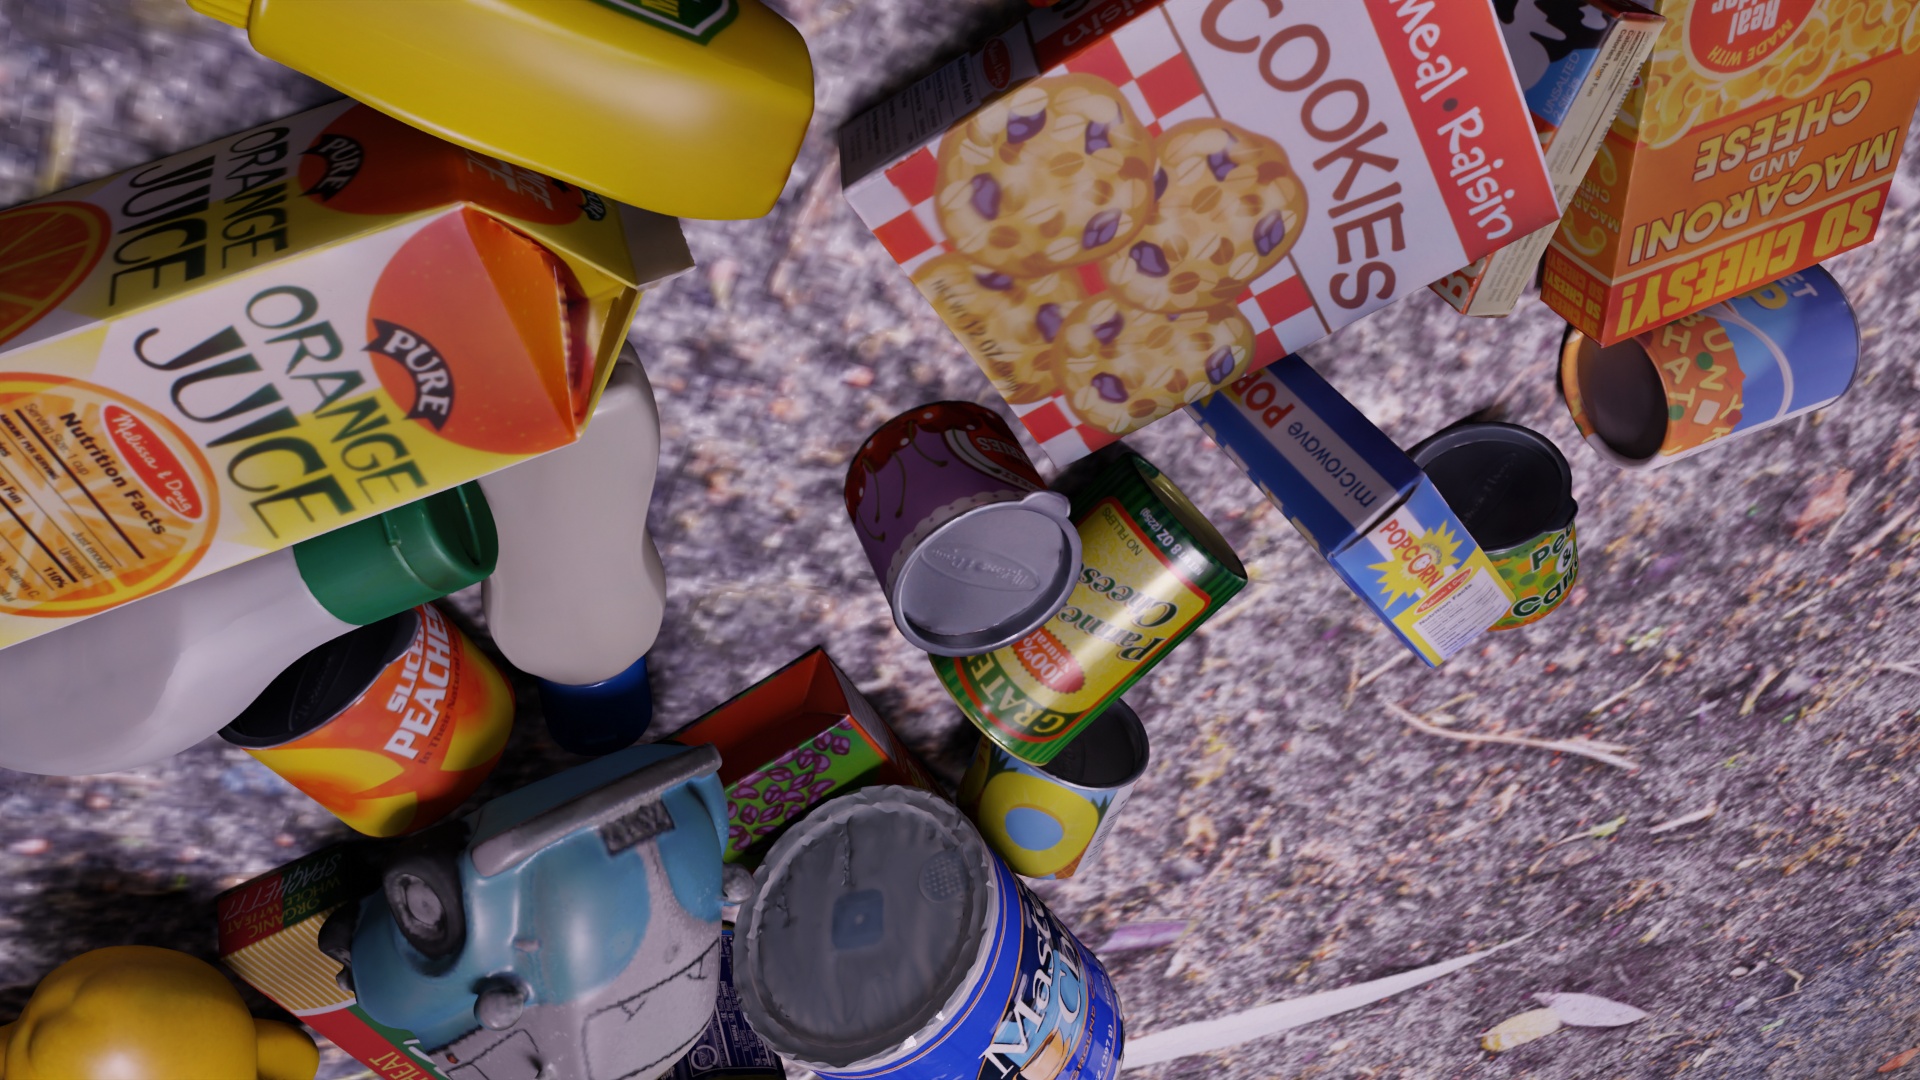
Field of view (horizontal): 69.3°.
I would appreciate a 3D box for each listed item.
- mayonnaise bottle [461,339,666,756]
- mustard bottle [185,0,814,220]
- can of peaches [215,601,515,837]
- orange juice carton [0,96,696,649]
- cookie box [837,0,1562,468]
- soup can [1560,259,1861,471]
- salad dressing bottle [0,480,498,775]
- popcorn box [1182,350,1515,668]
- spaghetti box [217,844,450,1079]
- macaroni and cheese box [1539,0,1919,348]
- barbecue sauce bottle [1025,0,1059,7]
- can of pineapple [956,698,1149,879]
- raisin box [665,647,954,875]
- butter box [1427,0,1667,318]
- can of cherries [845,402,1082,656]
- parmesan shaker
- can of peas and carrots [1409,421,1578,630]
[{"bbox_3d":[-0.122,0.007,0.433,0.065,0.041,0.147,-8,134,-13],"label":"mayonnaise bottle"},{"bbox_3d":[-0.113,-0.119,0.309,0.160,0.065,0.048,12,127,-29],"label":"mustard bottle"},{"bbox_3d":[-0.177,0.048,0.421,0.071,0.071,0.057,-28,136,0],"label":"can of peaches"},{"bbox_3d":[-0.161,-0.052,0.338,0.193,0.072,0.072,-21,135,-7],"label":"orange juice carton"},{"bbox_3d":[0.069,-0.105,0.395,0.167,0.040,0.122,-27,132,17],"label":"cookie box"},{"bbox_3d":[0.292,-0.073,0.546,0.084,0.071,0.071,-19,135,-9],"label":"soup can"},{"bbox_3d":[-0.199,0.019,0.376,0.147,0.064,0.044,-20,172,10],"label":"salad dressing bottle"},{"bbox_3d":[0.117,-0.025,0.459,0.038,0.127,0.085,-44,134,11],"label":"popcorn box"},{"bbox_3d":[-0.209,0.208,0.577,0.050,0.029,0.248,-24,135,-4],"label":"spaghetti box"},{"bbox_3d":[0.270,-0.161,0.473,0.124,0.040,0.165,-21,134,-8],"label":"macaroni and cheese box"},{"bbox_3d":[0.063,-0.198,0.336,0.148,0.044,0.064,-35,144,6],"label":"barbecue sauce bottle"},{"bbox_3d":[0.035,0.095,0.570,0.071,0.071,0.057,1,129,-27],"label":"can of pineapple"},{"bbox_3d":[-0.057,0.108,0.554,0.086,0.040,0.123,-31,136,2],"label":"raisin box"},{"bbox_3d":[0.176,-0.128,0.448,0.024,0.053,0.103,-4,131,-26],"label":"butter box"},{"bbox_3d":[0.002,-0.006,0.468,0.071,0.058,0.071,-13,133,-14],"label":"can of cherries"},{"bbox_3d":[0.044,0.023,0.511,0.103,0.071,0.071,-44,133,15],"label":"parmesan shaker"},{"bbox_3d":[0.217,-0.005,0.565,0.071,0.071,0.058,-30,136,2],"label":"can of peas and carrots"}]
